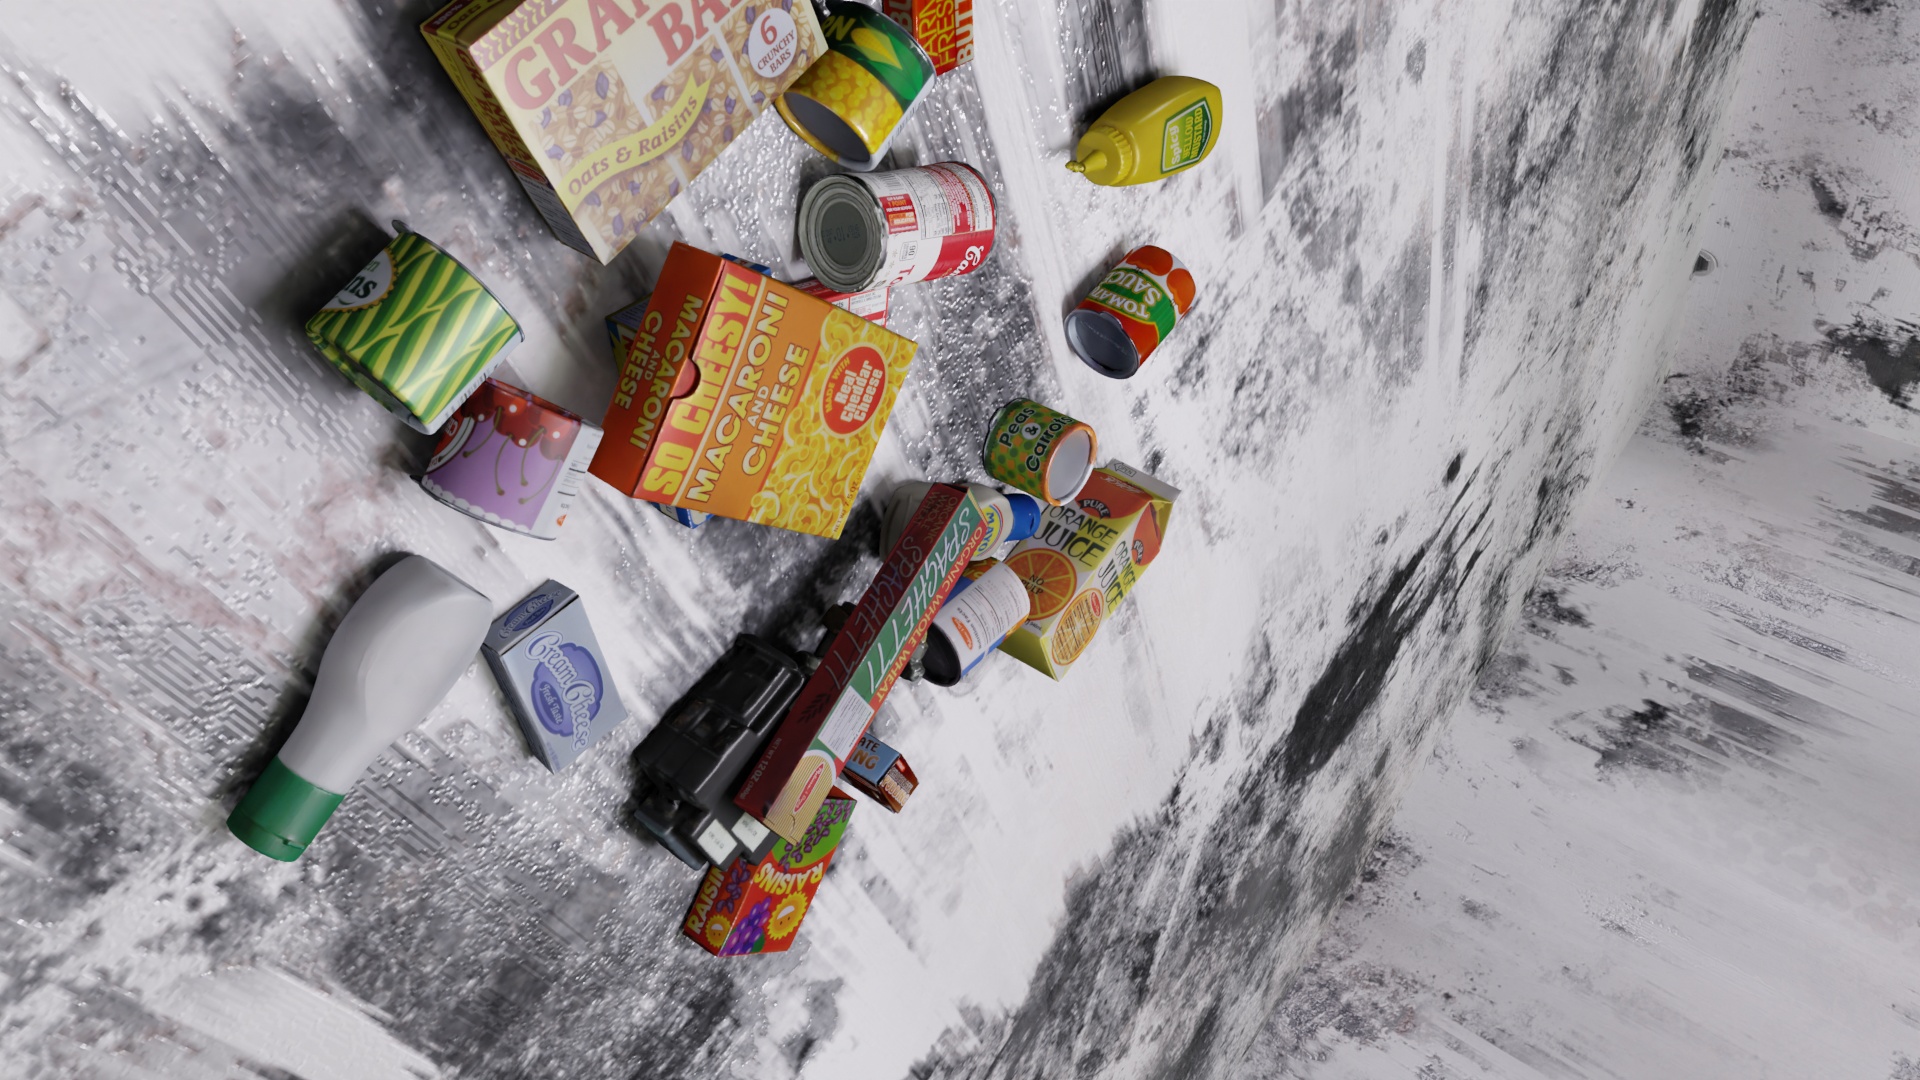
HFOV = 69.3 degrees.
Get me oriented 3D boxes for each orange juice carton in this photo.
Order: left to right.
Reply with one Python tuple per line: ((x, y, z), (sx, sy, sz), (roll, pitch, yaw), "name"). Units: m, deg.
((0.101, 0.013, 1.137), (0.193, 0.072, 0.072), (-50, 146, -21), "orange juice carton")

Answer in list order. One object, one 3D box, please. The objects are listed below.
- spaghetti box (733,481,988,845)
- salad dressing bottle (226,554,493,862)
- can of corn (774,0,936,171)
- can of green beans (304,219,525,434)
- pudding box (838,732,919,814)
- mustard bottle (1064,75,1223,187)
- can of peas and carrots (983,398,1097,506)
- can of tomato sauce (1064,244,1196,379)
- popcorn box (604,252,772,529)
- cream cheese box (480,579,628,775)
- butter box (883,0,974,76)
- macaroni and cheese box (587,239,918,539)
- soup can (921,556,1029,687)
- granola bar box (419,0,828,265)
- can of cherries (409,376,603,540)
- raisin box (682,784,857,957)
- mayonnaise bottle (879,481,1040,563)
((-0.058, 0.074, 0.889), (0.251, 0.029, 0.050), (-59, 148, -19), "spaghetti box")
((-0.281, 0.078, 0.650), (0.148, 0.044, 0.064), (-56, 150, -10), "salad dressing bottle")
((-0.058, -0.238, 0.727), (0.058, 0.071, 0.071), (-57, 148, -10), "can of corn")
((-0.229, -0.087, 0.583), (0.058, 0.071, 0.071), (-52, 147, -17), "can of green beans")
((-0.073, 0.152, 0.971), (0.030, 0.084, 0.049), (-51, 146, -20), "pudding box")
((0.126, -0.282, 0.980), (0.161, 0.049, 0.065), (-35, 137, -38), "mustard bottle")
((0.059, -0.067, 1.030), (0.071, 0.059, 0.070), (-36, 139, -38), "can of peas and carrots")
((0.129, -0.174, 1.047), (0.083, 0.071, 0.071), (-48, 146, -24), "can of tomato sauce")
((-0.136, -0.080, 0.752), (0.085, 0.038, 0.126), (-38, 141, -34), "popcorn box")
((-0.220, 0.076, 0.755), (0.053, 0.024, 0.103), (-42, 143, -32), "cream cheese box")
((-0.018, -0.310, 0.770), (0.053, 0.024, 0.103), (-38, 141, -36), "butter box")
((-0.102, -0.072, 0.728), (0.166, 0.040, 0.123), (13, 101, -58), "macaroni and cheese box")
((-0.001, 0.059, 1.031), (0.084, 0.071, 0.071), (-38, 141, -36), "soup can")
((-0.144, -0.227, 0.631), (0.166, 0.039, 0.123), (-51, 147, -19), "granola bar box")
((-0.211, -0.040, 0.647), (0.071, 0.071, 0.058), (21, 94, -59), "can of cherries")
((-0.134, 0.229, 0.982), (0.086, 0.040, 0.123), (23, 92, -59), "raisin box")
((0.004, -0.013, 1.004), (0.148, 0.041, 0.064), (-8, 117, -53), "mayonnaise bottle")
